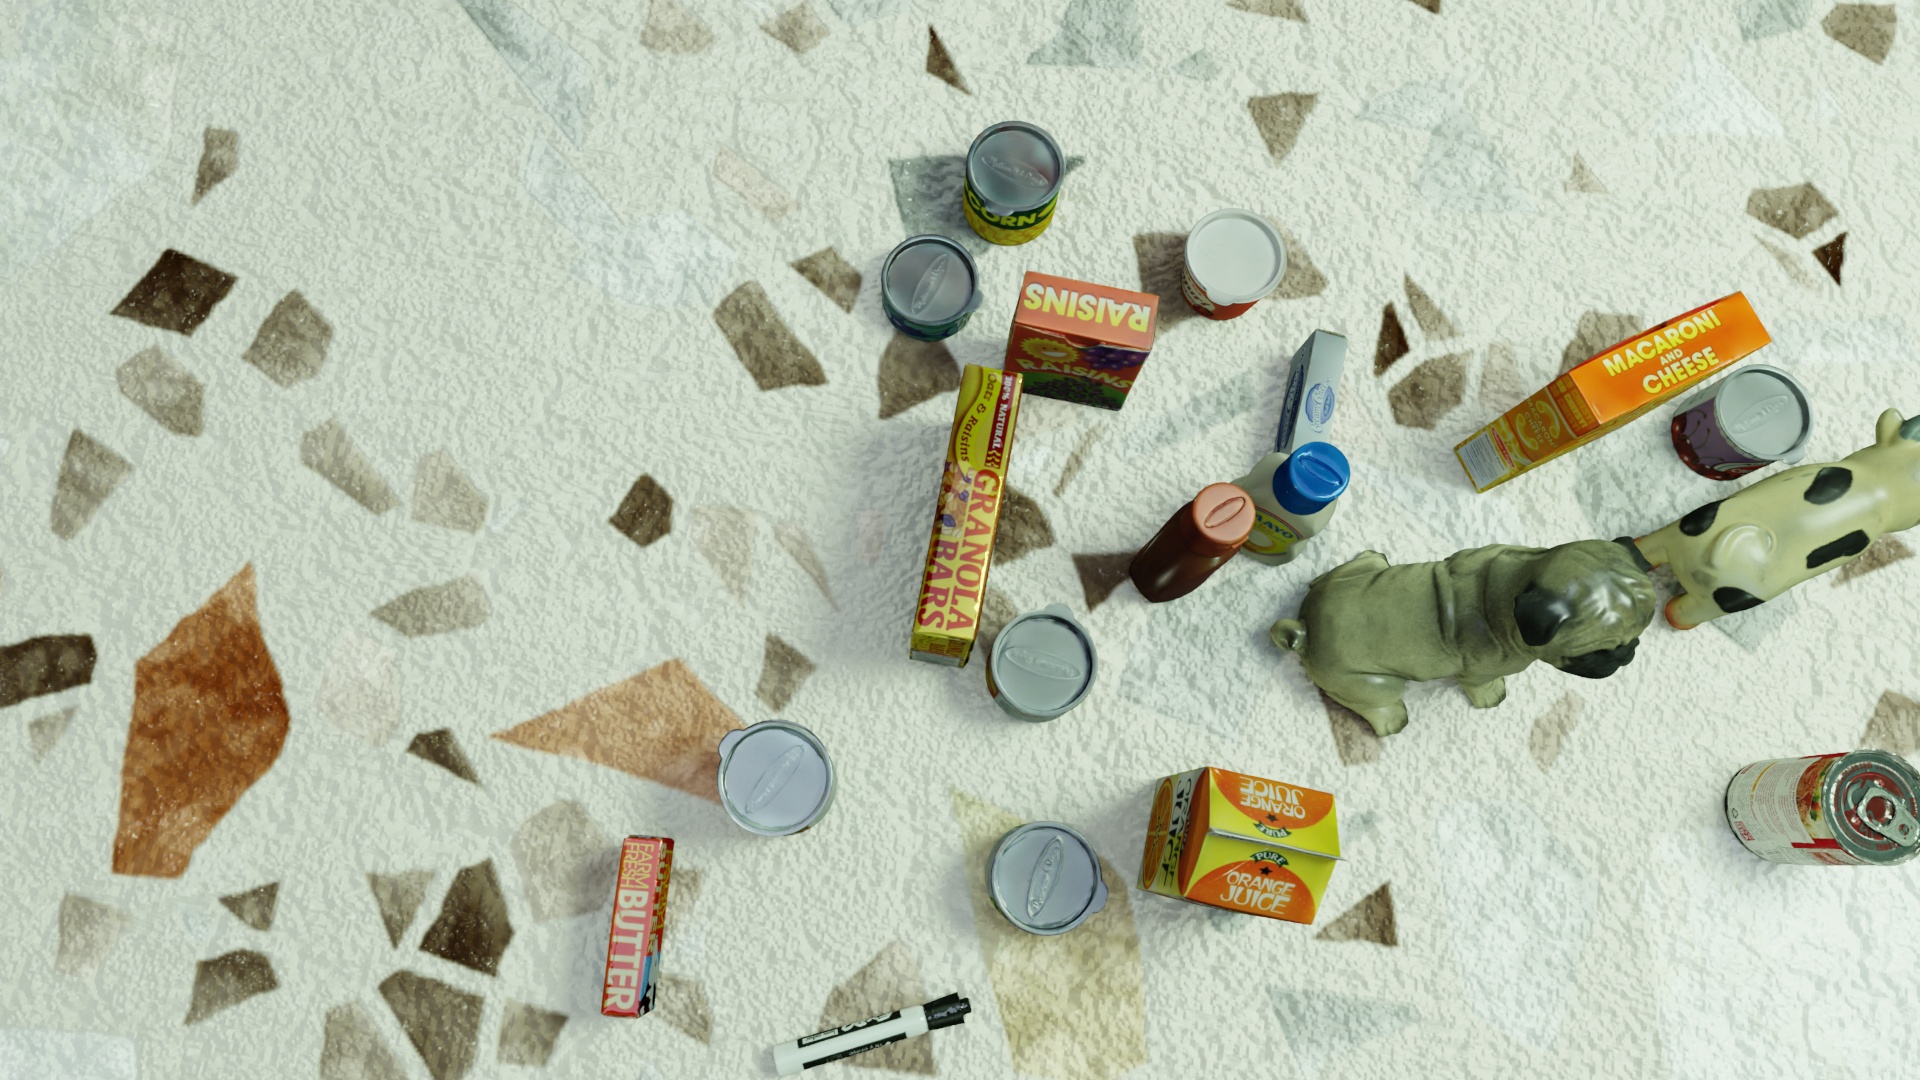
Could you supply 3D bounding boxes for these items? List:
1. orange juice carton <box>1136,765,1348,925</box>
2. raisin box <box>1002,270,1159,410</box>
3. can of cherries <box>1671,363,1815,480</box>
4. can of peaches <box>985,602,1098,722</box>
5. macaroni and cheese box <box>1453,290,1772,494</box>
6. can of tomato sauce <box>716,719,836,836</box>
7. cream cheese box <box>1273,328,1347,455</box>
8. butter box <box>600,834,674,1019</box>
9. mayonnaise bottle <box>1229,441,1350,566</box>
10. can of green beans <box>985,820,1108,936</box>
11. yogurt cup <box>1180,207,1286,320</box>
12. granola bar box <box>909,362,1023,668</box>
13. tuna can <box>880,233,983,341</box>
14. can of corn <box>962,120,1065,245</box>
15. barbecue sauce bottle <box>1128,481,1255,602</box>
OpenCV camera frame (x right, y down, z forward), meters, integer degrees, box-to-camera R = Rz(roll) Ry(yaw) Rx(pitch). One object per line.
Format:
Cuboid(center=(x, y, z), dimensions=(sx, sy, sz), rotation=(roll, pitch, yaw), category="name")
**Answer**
Cuboid(center=(0.157, 0.173, 0.789), dimensions=(0.072, 0.192, 0.073), rotation=(13, 77, 0), category="orange juice carton")
Cuboid(center=(0.073, -0.125, 0.890), dimensions=(0.086, 0.123, 0.040), rotation=(12, 77, 0), category="raisin box")
Cuboid(center=(0.526, -0.076, 0.936), dimensions=(0.071, 0.058, 0.071), rotation=(1, 77, -3), category="can of cherries")
Cuboid(center=(0.051, 0.078, 0.875), dimensions=(0.071, 0.058, 0.071), rotation=(1, 77, -3), category="can of peaches")
Cuboid(center=(0.403, -0.089, 0.877), dimensions=(0.124, 0.166, 0.040), rotation=(-25, 80, -8), category="macaroni and cheese box")
Cuboid(center=(-0.111, 0.144, 0.838), dimensions=(0.071, 0.083, 0.071), rotation=(1, 77, -3), category="can of tomato sauce")
Cuboid(center=(0.230, -0.083, 0.924), dimensions=(0.024, 0.053, 0.104), rotation=(14, 77, 0), category="cream cheese box")
Cuboid(center=(-0.192, 0.229, 0.830), dimensions=(0.024, 0.053, 0.103), rotation=(5, 77, -2), category="butter box")
Cuboid(center=(0.200, -0.024, 0.860), dimensions=(0.065, 0.147, 0.041), rotation=(32, 78, 4), category="mayonnaise bottle")
Cuboid(center=(0.049, 0.205, 0.846), dimensions=(0.071, 0.057, 0.071), rotation=(1, 77, -3), category="can of green beans")
Cuboid(center=(0.182, -0.184, 0.945), dimensions=(0.072, 0.054, 0.072), rotation=(1, 77, -3), category="yogurt cup")
Cuboid(center=(0.003, -0.011, 0.859), dimensions=(0.039, 0.124, 0.166), rotation=(11, 77, 0), category="granola bar box")
Cuboid(center=(-0.019, -0.170, 0.942), dimensions=(0.071, 0.032, 0.071), rotation=(1, 77, -3), category="tuna can")
Cuboid(center=(0.034, -0.240, 0.948), dimensions=(0.071, 0.058, 0.071), rotation=(1, 77, -3), category="can of corn")
Cuboid(center=(0.145, 0.000, 0.852), dimensions=(0.065, 0.148, 0.044), rotation=(-33, 81, -9), category="barbecue sauce bottle")
